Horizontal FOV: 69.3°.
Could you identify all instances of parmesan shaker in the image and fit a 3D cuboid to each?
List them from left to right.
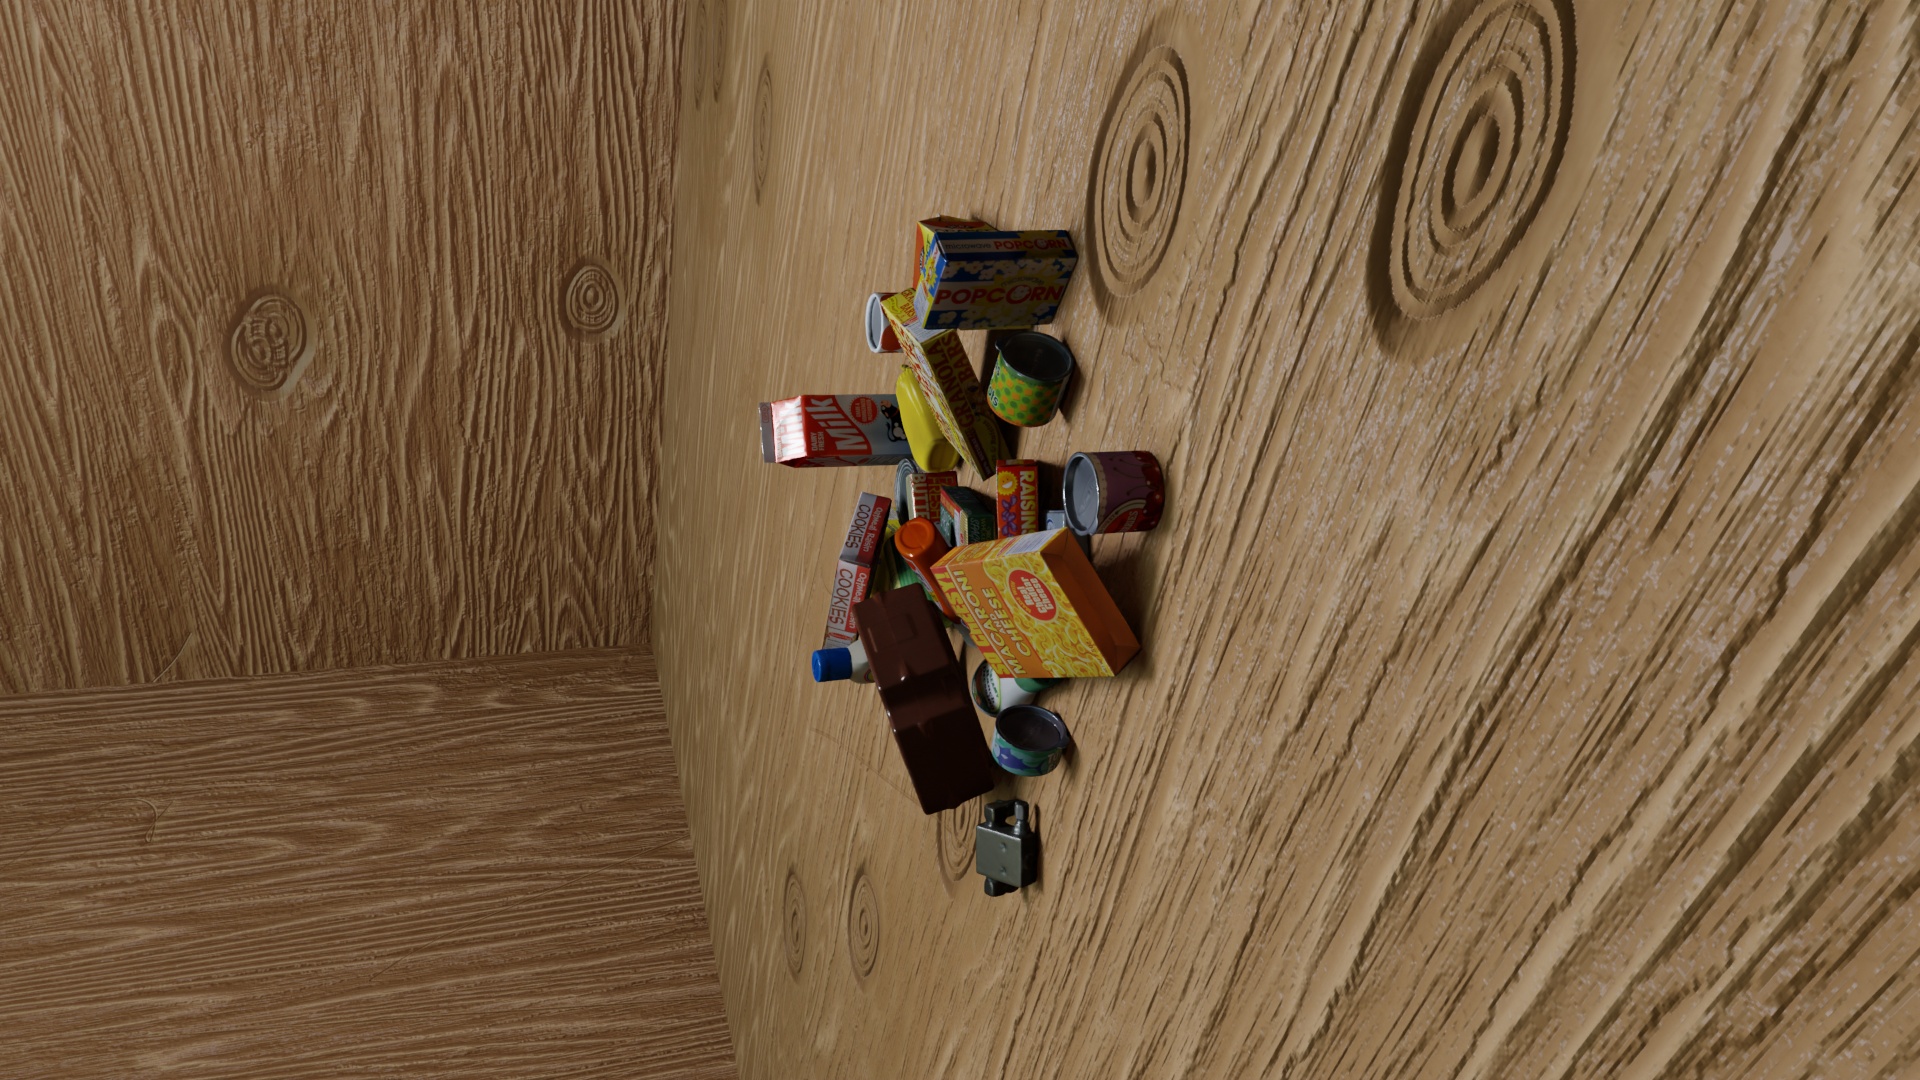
[{"bbox_3d":[-0.044,0.044,1.546,0.071,0.071,0.103,116,146,-53],"label":"parmesan shaker"}]

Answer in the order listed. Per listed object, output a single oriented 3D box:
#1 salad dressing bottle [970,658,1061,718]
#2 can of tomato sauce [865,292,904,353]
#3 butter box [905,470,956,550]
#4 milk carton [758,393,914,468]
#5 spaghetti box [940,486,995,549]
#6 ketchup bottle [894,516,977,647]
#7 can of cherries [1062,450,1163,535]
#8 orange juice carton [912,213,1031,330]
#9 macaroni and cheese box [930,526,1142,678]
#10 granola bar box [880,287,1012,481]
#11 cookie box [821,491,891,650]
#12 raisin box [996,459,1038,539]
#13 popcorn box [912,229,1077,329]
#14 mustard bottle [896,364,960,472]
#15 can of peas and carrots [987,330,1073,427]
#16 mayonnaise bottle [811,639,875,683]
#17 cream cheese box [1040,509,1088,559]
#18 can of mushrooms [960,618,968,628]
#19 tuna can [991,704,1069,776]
[{"bbox_3d":[0.054,0.133,1.324,0.147,0.044,0.064,142,121,-66],"label":"salad dressing bottle"},{"bbox_3d":[-0.054,-0.237,1.506,0.071,0.083,0.071,177,89,-70],"label":"can of tomato sauce"},{"bbox_3d":[-0.028,-0.024,1.513,0.024,0.053,0.103,149,117,-71],"label":"butter box"},{"bbox_3d":[-0.133,-0.125,1.583,0.073,0.191,0.072,157,109,-68],"label":"milk carton"},{"bbox_3d":[0.005,-0.017,1.374,0.250,0.029,0.050,-125,35,-79],"label":"spaghetti box"},{"bbox_3d":[-0.011,0.045,1.387,0.148,0.043,0.065,57,179,-34],"label":"ketchup bottle"},{"bbox_3d":[0.120,-0.036,1.095,0.071,0.058,0.071,178,89,-69],"label":"can of cherries"},{"bbox_3d":[0.005,-0.265,1.356,0.193,0.073,0.071,-129,39,-59],"label":"orange juice carton"},{"bbox_3d":[0.059,0.057,1.169,0.166,0.040,0.123,-11,115,56],"label":"macaroni and cheese box"},{"bbox_3d":[-0.012,-0.154,1.361,0.165,0.039,0.124,64,173,-34],"label":"granola bar box"},{"bbox_3d":[-0.120,0.046,1.595,0.123,0.040,0.166,-77,2,-49],"label":"cookie box"},{"bbox_3d":[0.053,-0.011,1.274,0.086,0.040,0.123,-67,-25,-84],"label":"raisin box"},{"bbox_3d":[0.029,-0.228,1.217,0.084,0.127,0.038,112,145,-50],"label":"popcorn box"},{"bbox_3d":[-0.040,-0.146,1.531,0.065,0.049,0.161,106,153,-43],"label":"mustard bottle"},{"bbox_3d":[0.059,-0.143,1.229,0.058,0.071,0.071,107,152,-45],"label":"can of peas and carrots"},{"bbox_3d":[-0.092,0.136,1.572,0.064,0.148,0.041,110,149,-47],"label":"mayonnaise bottle"},{"bbox_3d":[0.093,0.024,1.228,0.053,0.024,0.103,-175,83,-70],"label":"cream cheese box"},{"bbox_3d":[0.033,0.059,1.332,0.071,0.071,0.033,-118,33,-49],"label":"can of mushrooms"},{"bbox_3d":[0.065,0.185,1.275,0.071,0.071,0.032,-120,32,-51],"label":"tuna can"}]
